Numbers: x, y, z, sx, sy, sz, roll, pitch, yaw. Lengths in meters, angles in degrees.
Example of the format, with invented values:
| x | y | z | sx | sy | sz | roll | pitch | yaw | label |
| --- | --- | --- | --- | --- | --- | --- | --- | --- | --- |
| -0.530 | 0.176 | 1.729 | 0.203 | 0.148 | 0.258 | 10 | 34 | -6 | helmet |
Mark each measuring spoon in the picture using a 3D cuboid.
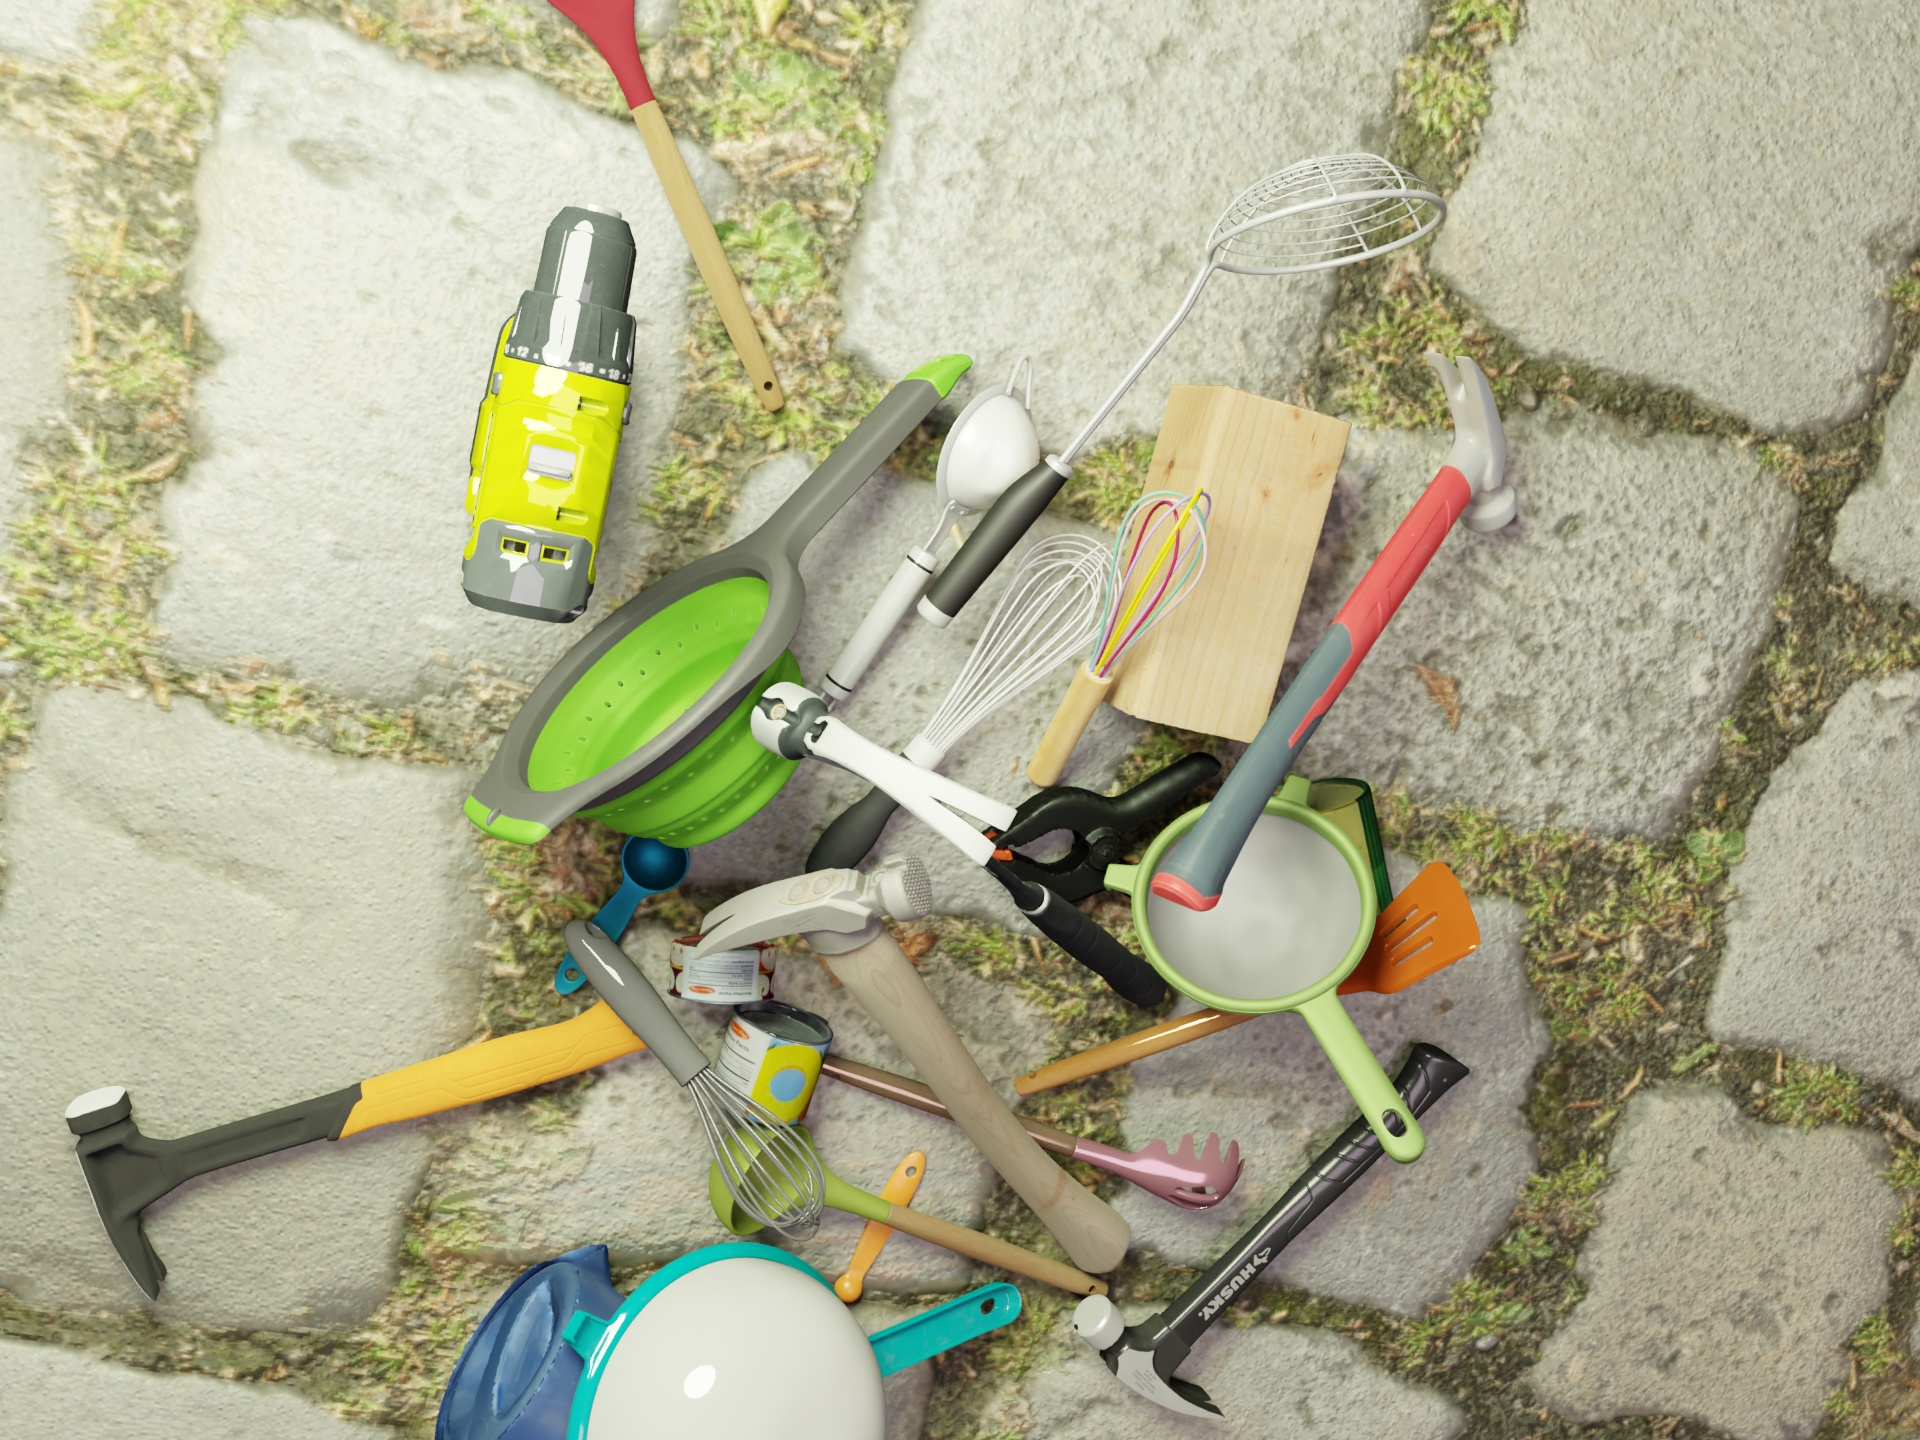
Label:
| x | y | z | sx | sy | sz | roll | pitch | yaw | label |
| --- | --- | --- | --- | --- | --- | --- | --- | --- | --- |
| -0.053 | 0.345 | 1.079 | 0.021 | 0.011 | 0.117 | 27 | 93 | -19 | measuring spoon |
| -0.213 | 0.118 | 0.990 | 0.042 | 0.021 | 0.128 | 36 | 100 | -6 | measuring spoon |

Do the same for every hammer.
| x | y | z | sx | sy | sz | roll | pitch | yaw | label |
| --- | --- | --- | --- | --- | --- | --- | --- | --- | --- |
| 0.229 | -0.050 | 0.978 | 0.386 | 0.038 | 0.143 | -53 | 136 | -18 | hammer |
| -0.346 | 0.238 | 0.966 | 0.337 | 0.034 | 0.127 | -16 | 104 | -12 | hammer |
| -0.004 | 0.237 | 1.004 | 0.146 | 0.038 | 0.410 | -17 | 128 | 22 | hammer |
| 0.039 | 0.098 | 0.922 | 0.036 | 0.149 | 0.408 | -58 | 144 | -8 | hammer |
| 0.241 | 0.359 | 1.146 | 0.335 | 0.035 | 0.146 | -43 | 116 | -6 | hammer |

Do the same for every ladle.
| x | y | z | sx | sy | sz | roll | pitch | yaw | label |
| --- | --- | --- | --- | --- | --- | --- | --- | --- | --- |
| -0.024 | 0.340 | 1.056 | 0.320 | 0.062 | 0.078 | 27 | 88 | -23 | ladle |
| -0.168 | -0.324 | 0.904 | 0.069 | 0.031 | 0.315 | -25 | 108 | -6 | ladle |

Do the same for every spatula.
| x | y | z | sx | sy | sz | roll | pitch | yaw | label |
| --- | --- | --- | --- | --- | --- | --- | --- | --- | --- |
| 0.182 | 0.185 | 1.049 | 0.322 | 0.081 | 0.041 | -22 | 125 | 11 | spatula |

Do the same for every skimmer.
| x | y | z | sx | sy | sz | roll | pitch | yaw | label |
| --- | --- | --- | --- | --- | --- | --- | --- | --- | --- |
| 0.116 | -0.174 | 0.907 | 0.090 | 0.127 | 0.363 | 45 | 106 | 14 | skimmer |

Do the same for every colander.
| x | y | z | sx | sy | sz | roll | pitch | yaw | label |
| --- | --- | --- | --- | --- | --- | --- | --- | --- | --- |
| -0.103 | -0.056 | 0.916 | 0.397 | 0.205 | 0.094 | -50 | 121 | -20 | colander |

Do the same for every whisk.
| x | y | z | sx | sy | sz | roll | pitch | yaw | label |
| --- | --- | --- | --- | --- | --- | --- | --- | --- | --- |
| -0.001 | -0.003 | 1.003 | 0.070 | 0.070 | 0.284 | 40 | 94 | -19 | whisk |
| 0.089 | -0.044 | 0.962 | 0.051 | 0.047 | 0.244 | 12 | 133 | -15 | whisk |
| -0.162 | 0.213 | 0.954 | 0.055 | 0.055 | 0.239 | -41 | 82 | -4 | whisk |

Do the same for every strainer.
| x | y | z | sx | sy | sz | roll | pitch | yaw | label |
| --- | --- | --- | --- | --- | --- | --- | --- | --- | --- |
| -0.016 | -0.104 | 0.975 | 0.258 | 0.050 | 0.086 | -55 | 150 | 10 | strainer |
| 0.210 | 0.167 | 0.991 | 0.151 | 0.257 | 0.069 | -26 | 148 | -5 | strainer |
| -0.068 | 0.415 | 0.979 | 0.340 | 0.095 | 0.211 | -7 | 85 | -40 | strainer |

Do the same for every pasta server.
| x | y | z | sx | sy | sz | roll | pitch | yaw | label |
| --- | --- | --- | --- | --- | --- | --- | --- | --- | --- |
| 0.052 | 0.275 | 1.081 | 0.316 | 0.040 | 0.060 | 21 | 125 | -12 | pasta server |

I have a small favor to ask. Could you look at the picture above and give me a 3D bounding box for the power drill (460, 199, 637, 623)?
| x | y | z | sx | sy | sz | roll | pitch | yaw | label |
| --- | --- | --- | --- | --- | --- | --- | --- | --- | --- |
| -0.208 | -0.160 | 0.819 | 0.080 | 0.229 | 0.190 | 10 | 98 | -17 | power drill |
